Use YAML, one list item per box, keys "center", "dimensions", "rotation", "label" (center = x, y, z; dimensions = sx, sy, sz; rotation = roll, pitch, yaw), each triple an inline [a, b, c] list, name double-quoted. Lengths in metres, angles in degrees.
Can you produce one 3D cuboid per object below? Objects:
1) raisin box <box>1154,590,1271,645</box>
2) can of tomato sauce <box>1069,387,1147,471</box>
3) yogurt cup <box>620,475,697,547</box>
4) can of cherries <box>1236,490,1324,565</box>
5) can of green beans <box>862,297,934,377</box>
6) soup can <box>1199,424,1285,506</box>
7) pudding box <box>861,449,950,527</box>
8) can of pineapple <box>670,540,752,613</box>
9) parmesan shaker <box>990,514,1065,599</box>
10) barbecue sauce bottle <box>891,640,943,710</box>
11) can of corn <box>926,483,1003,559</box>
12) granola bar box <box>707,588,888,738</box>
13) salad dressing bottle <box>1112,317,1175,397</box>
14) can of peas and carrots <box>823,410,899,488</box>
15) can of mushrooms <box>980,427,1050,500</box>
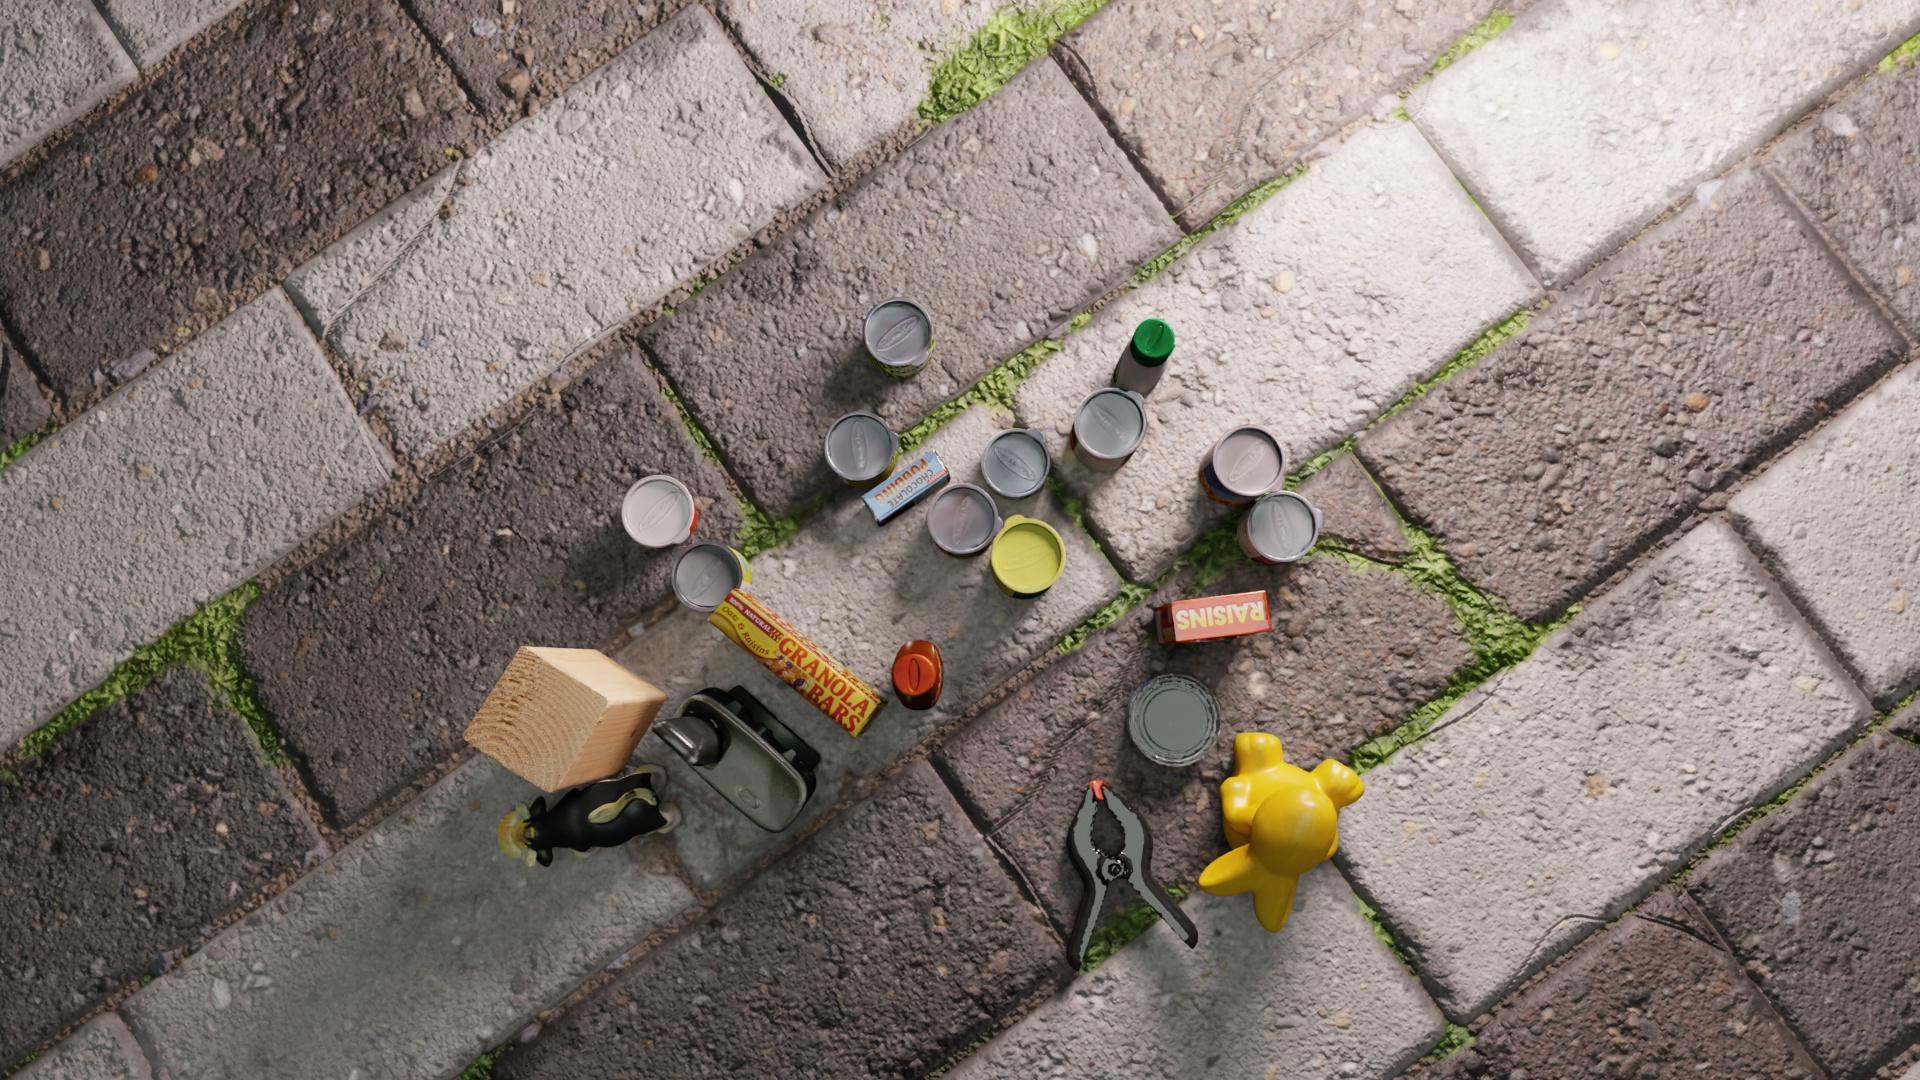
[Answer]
- center: [0.226, 0.072, 1.260]
  dimensions: [0.086, 0.123, 0.040]
  rotation: [-6, 84, 0]
  label: "raisin box"
- center: [0.138, -0.104, 1.301]
  dimensions: [0.071, 0.083, 0.071]
  rotation: [0, 84, 1]
  label: "can of tomato sauce"
- center: [-0.281, -0.025, 1.312]
  dimensions: [0.072, 0.054, 0.072]
  rotation: [0, 84, 1]
  label: "yogurt cup"
- center: [0.299, -0.010, 1.300]
  dimensions: [0.071, 0.058, 0.071]
  rotation: [0, 84, 1]
  label: "can of cherries"
- center: [-0.058, -0.193, 1.326]
  dimensions: [0.071, 0.058, 0.071]
  rotation: [0, 84, 1]
  label: "can of green beans"
- center: [0.263, -0.066, 1.294]
  dimensions: [0.071, 0.083, 0.071]
  rotation: [0, 84, 1]
  label: "soup can"
- center: [-0.051, -0.049, 1.314]
  dimensions: [0.084, 0.049, 0.030]
  rotation: [-34, 85, -3]
  label: "pudding box"
- center: [-0.233, 0.034, 1.303]
  dimensions: [0.071, 0.058, 0.071]
  rotation: [0, 84, 1]
  label: "can of pineapple"
- center: [0.060, 0.016, 1.278]
  dimensions: [0.071, 0.103, 0.071]
  rotation: [0, 84, 1]
  label: "parmesan shaker"
- center: [-0.039, 0.121, 1.245]
  dimensions: [0.044, 0.148, 0.065]
  rotation: [0, 84, 1]
  label: "barbecue sauce bottle"
- center: [0.005, -0.016, 1.305]
  dimensions: [0.071, 0.058, 0.071]
  rotation: [0, 84, 1]
  label: "can of corn"
- center: [-0.143, 0.111, 1.260]
  dimensions: [0.165, 0.124, 0.039]
  rotation: [38, 86, 4]
  label: "granola bar box"
- center: [0.170, -0.169, 1.275]
  dimensions: [0.044, 0.147, 0.064]
  rotation: [29, 85, 4]
  label: "salad dressing bottle"
- center: [-0.091, -0.086, 1.314]
  dimensions: [0.071, 0.058, 0.071]
  rotation: [0, 84, 1]
  label: "can of peas and carrots"
- center: [0.054, -0.074, 1.323]
  dimensions: [0.071, 0.033, 0.071]
  rotation: [0, 84, 1]
  label: "can of mushrooms"
